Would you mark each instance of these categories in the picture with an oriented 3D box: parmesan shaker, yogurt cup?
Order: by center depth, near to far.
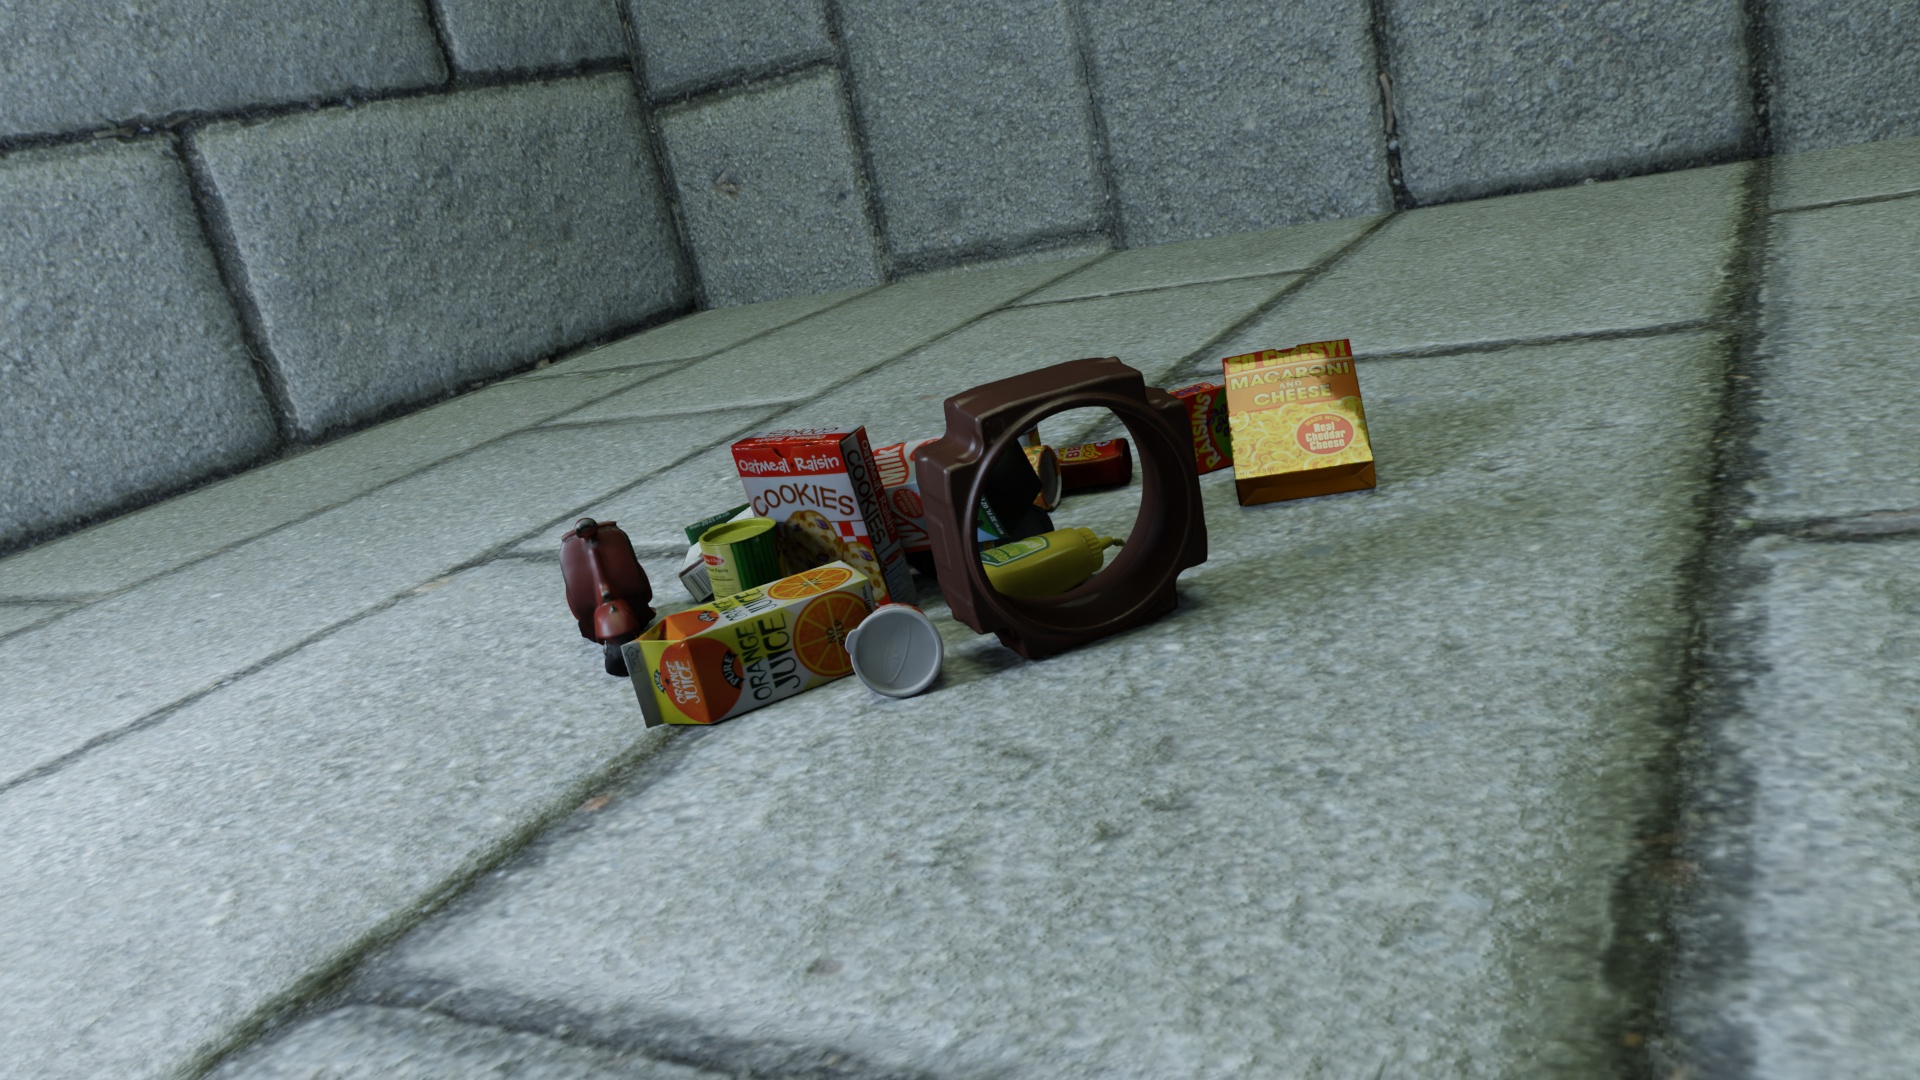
[{"bbox_3d":[-0.047,0.078,1.036,0.072,0.072,0.054,-12,9,0],"label":"yogurt cup"},{"bbox_3d":[-0.179,0.039,1.183,0.071,0.102,0.071,-11,17,4],"label":"parmesan shaker"}]

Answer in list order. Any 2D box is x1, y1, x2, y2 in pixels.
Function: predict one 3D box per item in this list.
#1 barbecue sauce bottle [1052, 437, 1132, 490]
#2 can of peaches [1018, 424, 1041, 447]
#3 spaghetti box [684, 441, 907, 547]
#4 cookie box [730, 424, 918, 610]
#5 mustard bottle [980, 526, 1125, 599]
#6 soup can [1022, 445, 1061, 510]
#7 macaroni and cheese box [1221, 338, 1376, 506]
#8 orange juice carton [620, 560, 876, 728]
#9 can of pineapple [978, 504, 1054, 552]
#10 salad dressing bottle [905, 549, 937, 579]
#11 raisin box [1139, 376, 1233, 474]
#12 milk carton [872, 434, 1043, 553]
[{"bbox_3d":[0.102,-0.074,1.447,0.148,0.043,0.065,-8,19,17],"label":"barbecue sauce bottle"},{"bbox_3d":[0.058,-0.093,1.515,0.071,0.058,0.071,-12,16,4],"label":"can of peaches"},{"bbox_3d":[-0.164,-0.039,1.458,0.250,0.029,0.050,-22,-24,-8],"label":"spaghetti box"},{"bbox_3d":[-0.117,-0.014,1.195,0.123,0.166,0.040,-1,26,34],"label":"cookie box"},{"bbox_3d":[0.067,0.021,1.159,0.161,0.048,0.065,-19,20,-21],"label":"mustard bottle"},{"bbox_3d":[0.051,-0.062,1.399,0.084,0.071,0.072,-4,18,24],"label":"soup can"},{"bbox_3d":[0.314,-0.114,1.302,0.124,0.040,0.167,-8,48,13],"label":"macaroni and cheese box"},{"bbox_3d":[-0.162,0.083,1.083,0.193,0.071,0.073,-18,17,-20],"label":"orange juice carton"},{"bbox_3d":[0.039,-0.002,1.224,0.071,0.070,0.058,-22,19,-30],"label":"can of pineapple"},{"bbox_3d":[-0.059,-0.006,1.303,0.064,0.043,0.148,-33,36,-20],"label":"salad dressing bottle"},{"bbox_3d":[0.240,-0.114,1.406,0.123,0.085,0.040,-16,18,-12],"label":"raisin box"},{"bbox_3d":[-0.033,-0.040,1.209,0.190,0.072,0.074,-9,34,39],"label":"milk carton"}]
